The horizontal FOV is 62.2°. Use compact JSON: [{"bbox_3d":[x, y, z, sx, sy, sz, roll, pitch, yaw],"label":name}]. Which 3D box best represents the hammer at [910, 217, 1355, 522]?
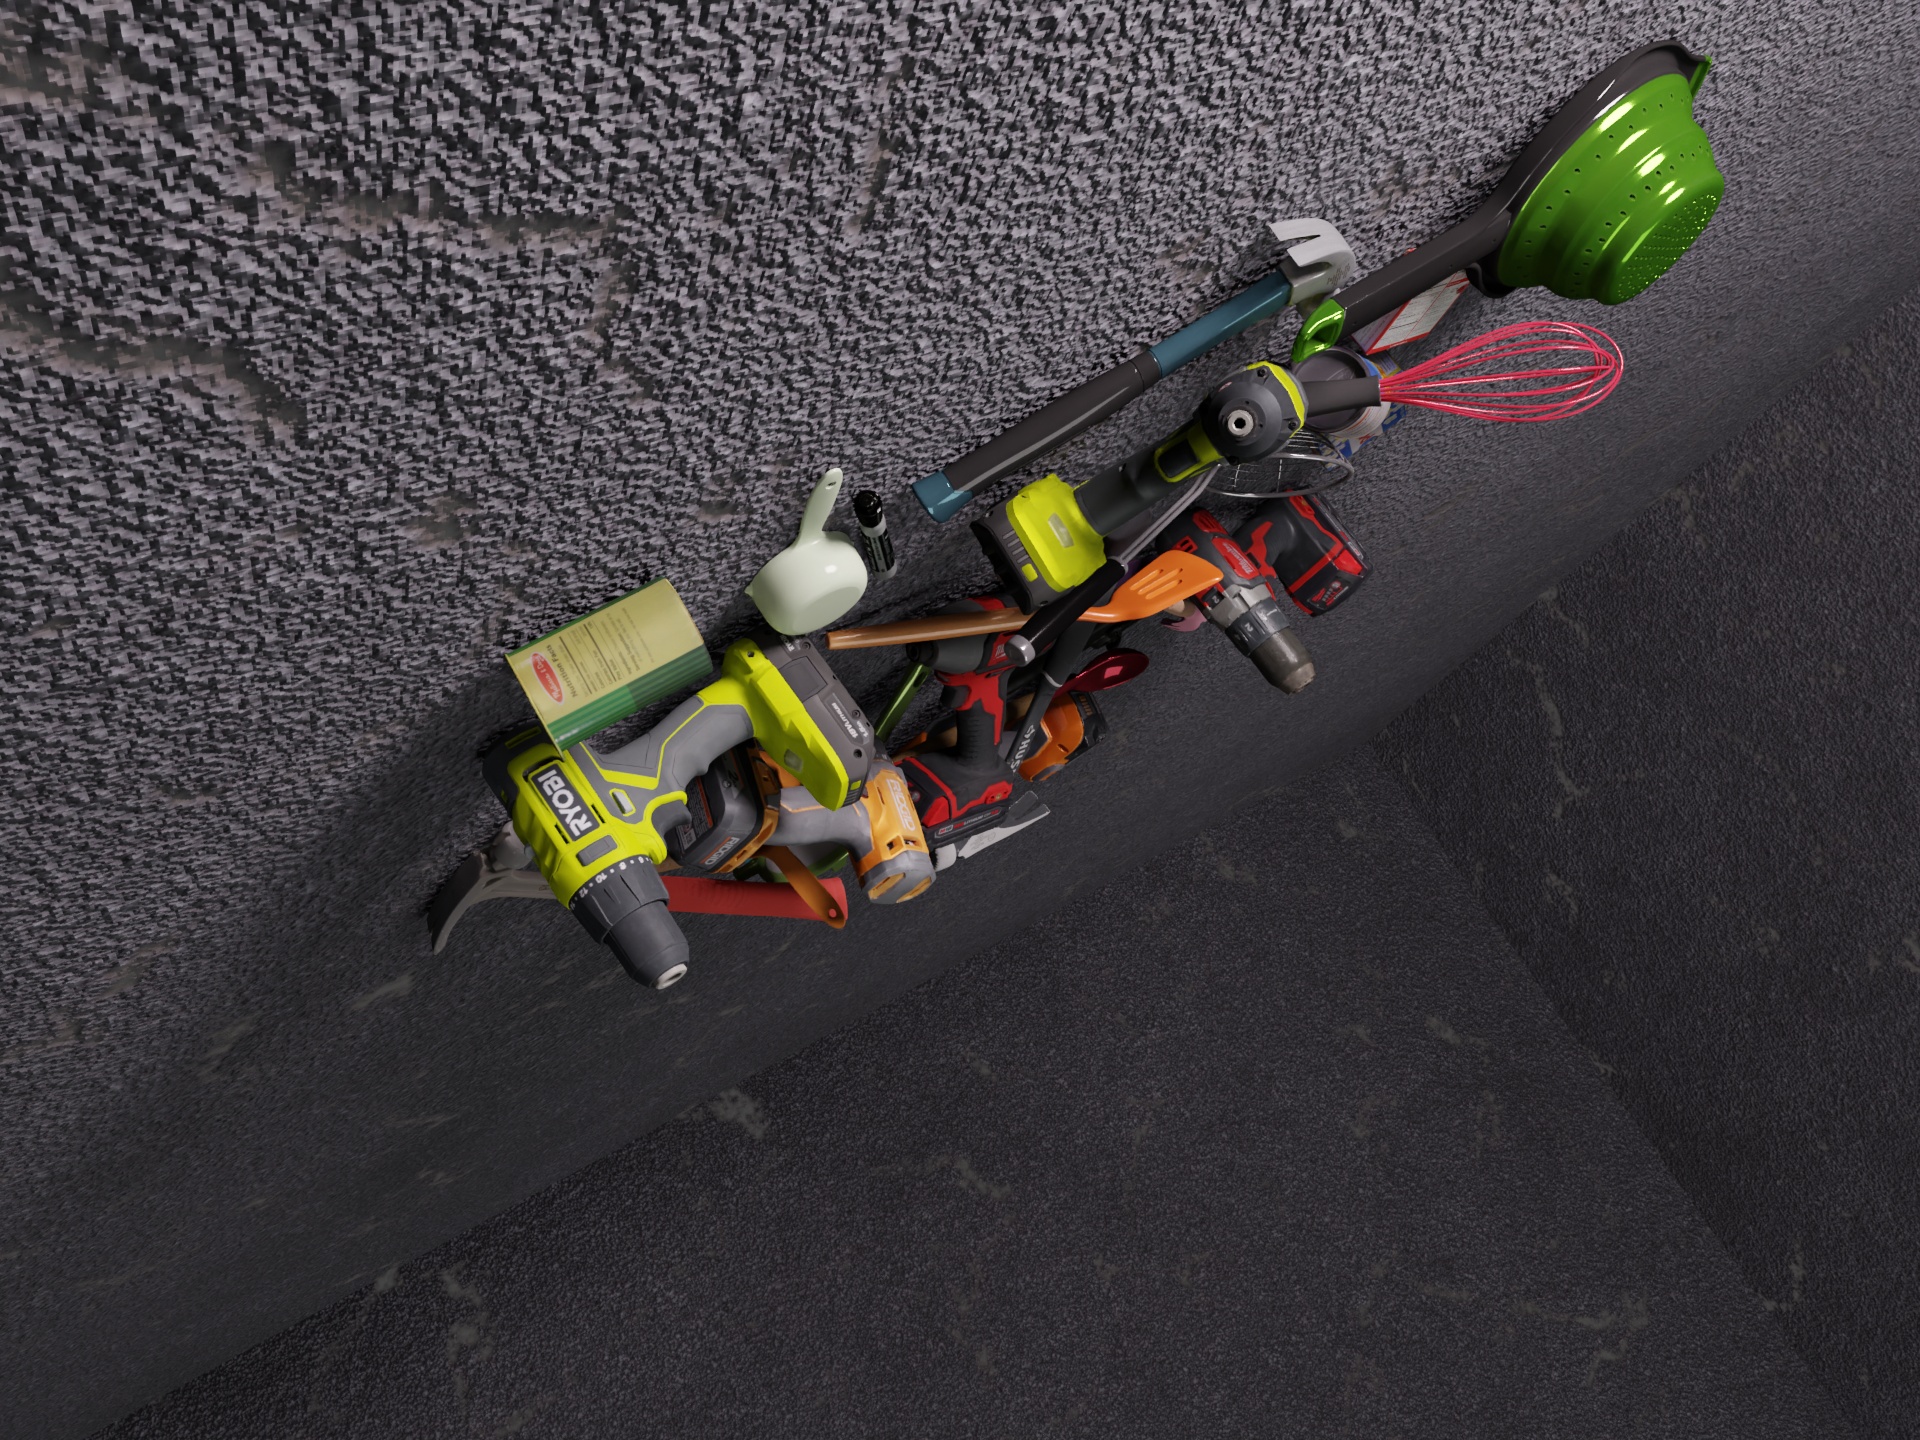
[{"bbox_3d":[0.115,-0.224,1.042,0.331,0.033,0.128,-32,167,-2],"label":"hammer"}]

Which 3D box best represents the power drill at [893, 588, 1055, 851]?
[{"bbox_3d":[-0.002,-0.004,1.326,0.143,0.079,0.219,-17,133,-40],"label":"power drill"}]

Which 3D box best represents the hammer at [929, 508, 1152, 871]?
[{"bbox_3d":[0.080,-0.024,1.423,0.149,0.036,0.408,-18,144,-40],"label":"hammer"}]

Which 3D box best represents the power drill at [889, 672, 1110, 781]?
[{"bbox_3d":[0.041,0.019,1.593,0.226,0.084,0.164,-15,164,-40],"label":"power drill"}]

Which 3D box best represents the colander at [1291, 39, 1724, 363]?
[{"bbox_3d":[0.402,-0.323,1.104,0.397,0.095,0.204,-32,158,-18],"label":"colander"}]

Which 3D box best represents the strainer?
[{"bbox_3d":[-0.109,0.030,1.397,0.151,0.069,0.256,1,127,-56],"label":"strainer"}]

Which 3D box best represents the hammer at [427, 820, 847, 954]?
[{"bbox_3d":[-0.245,0.147,1.308,0.358,0.037,0.149,10,137,-42],"label":"hammer"}]

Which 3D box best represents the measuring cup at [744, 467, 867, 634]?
[{"bbox_3d":[-0.087,-0.104,1.006,0.083,0.038,0.167,-26,167,-22],"label":"measuring cup"}]

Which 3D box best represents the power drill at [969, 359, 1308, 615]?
[{"bbox_3d":[0.124,-0.163,1.068,0.223,0.080,0.171,-30,-175,21],"label":"power drill"}]

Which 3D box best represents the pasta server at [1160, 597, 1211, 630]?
[{"bbox_3d":[0.203,-0.109,1.489,0.060,0.040,0.316,-55,169,10],"label":"pasta server"}]

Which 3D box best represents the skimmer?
[{"bbox_3d":[0.171,-0.128,1.236,0.363,0.090,0.127,-42,-161,-30],"label":"skimmer"}]

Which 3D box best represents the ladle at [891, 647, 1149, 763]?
[{"bbox_3d":[0.057,-0.012,1.479,0.315,0.031,0.069,-24,162,-36],"label":"ladle"}]

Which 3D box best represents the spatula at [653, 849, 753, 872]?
[{"bbox_3d":[-0.243,0.133,1.465,0.082,0.044,0.317,-36,165,29],"label":"spatula"}]

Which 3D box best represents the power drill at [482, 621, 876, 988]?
[{"bbox_3d":[-0.172,0.050,1.051,0.228,0.191,0.080,-31,164,-23],"label":"power drill"}]

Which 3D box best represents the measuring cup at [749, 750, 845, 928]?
[{"bbox_3d":[-0.141,0.099,1.303,0.095,0.174,0.052,-45,168,18],"label":"measuring cup"}]

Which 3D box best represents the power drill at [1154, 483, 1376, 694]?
[{"bbox_3d":[0.294,-0.123,1.461,0.226,0.188,0.080,-22,162,-49],"label":"power drill"}]

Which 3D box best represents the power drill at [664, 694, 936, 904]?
[{"bbox_3d":[-0.129,0.043,1.223,0.226,0.186,0.084,15,134,-45],"label":"power drill"}]

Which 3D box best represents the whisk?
[{"bbox_3d":[0.326,-0.243,1.163,0.296,0.073,0.073,-4,172,15],"label":"whisk"}]

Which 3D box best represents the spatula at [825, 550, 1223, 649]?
[{"bbox_3d":[0.049,-0.090,1.240,0.322,0.081,0.041,-9,114,-21],"label":"spatula"}]

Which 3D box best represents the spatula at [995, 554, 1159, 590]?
[{"bbox_3d":[0.110,-0.129,1.384,0.059,0.018,0.316,-36,167,27],"label":"spatula"}]
